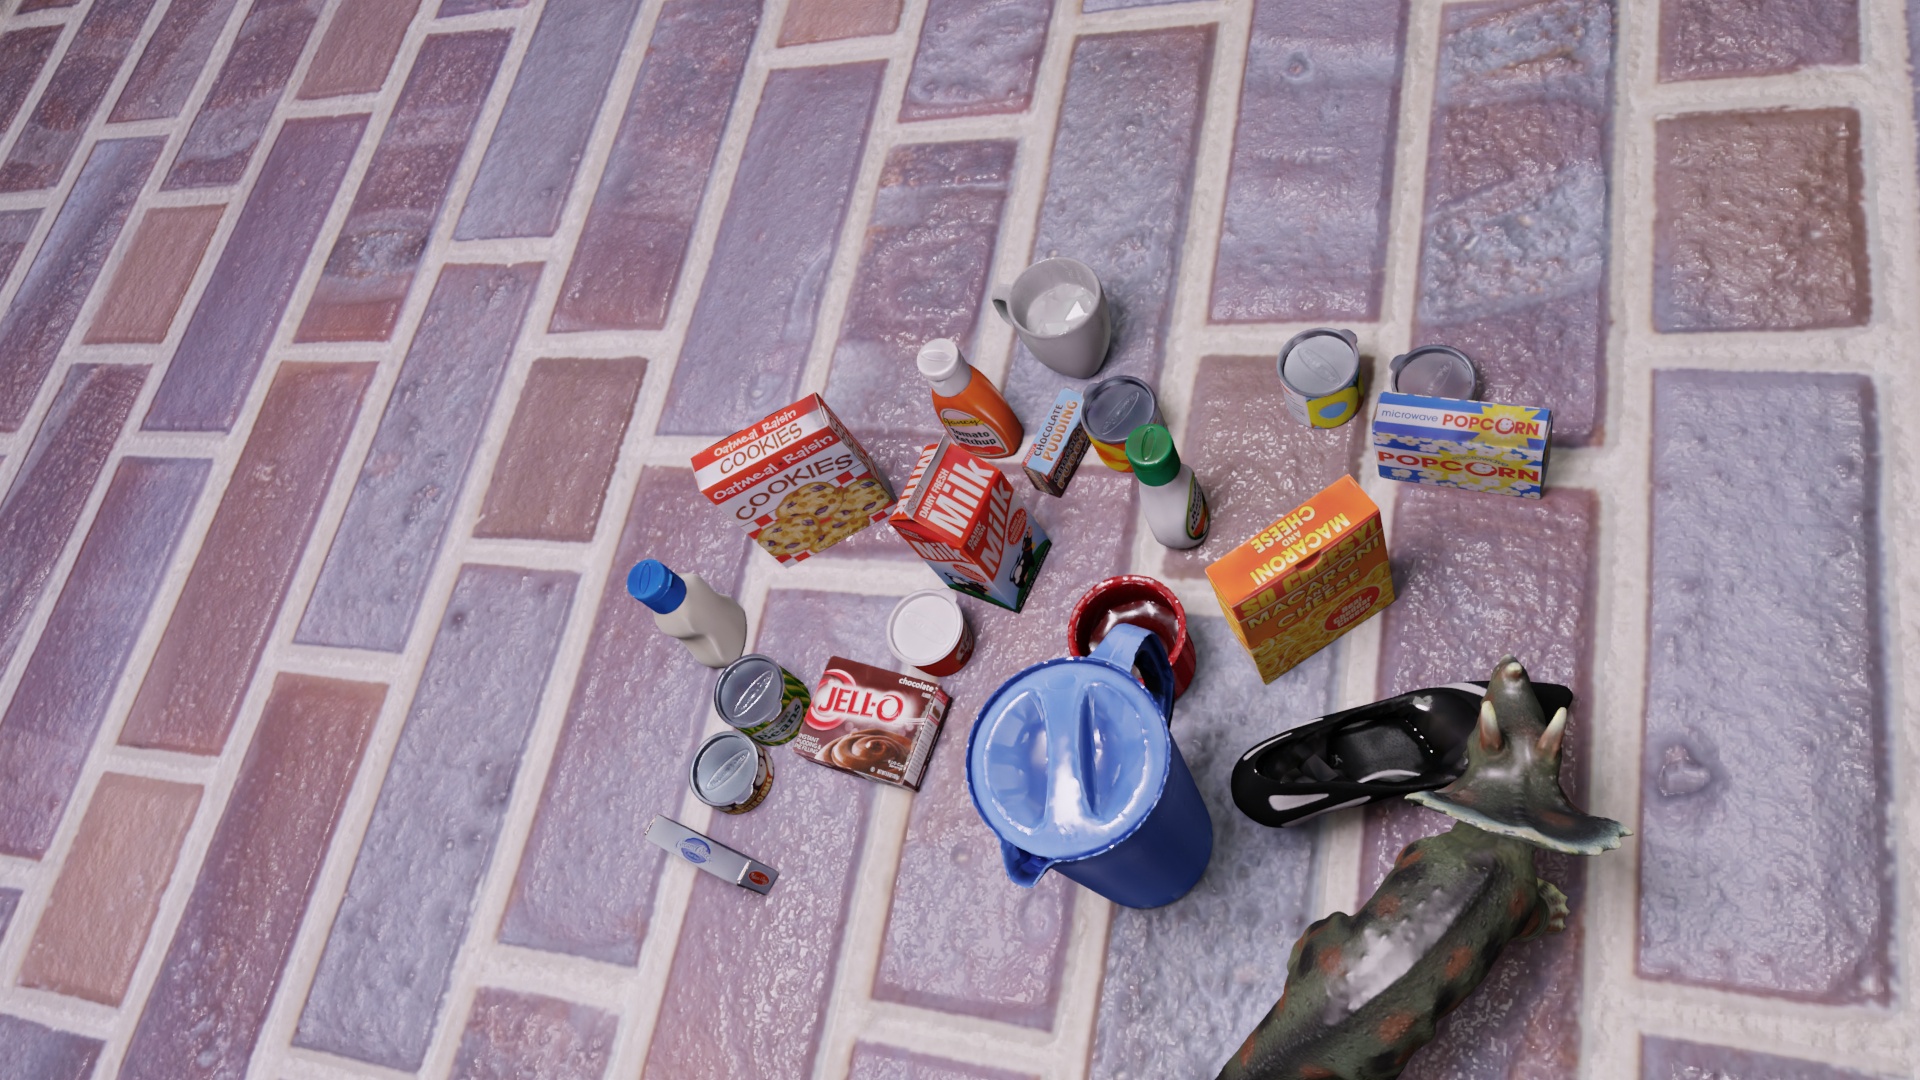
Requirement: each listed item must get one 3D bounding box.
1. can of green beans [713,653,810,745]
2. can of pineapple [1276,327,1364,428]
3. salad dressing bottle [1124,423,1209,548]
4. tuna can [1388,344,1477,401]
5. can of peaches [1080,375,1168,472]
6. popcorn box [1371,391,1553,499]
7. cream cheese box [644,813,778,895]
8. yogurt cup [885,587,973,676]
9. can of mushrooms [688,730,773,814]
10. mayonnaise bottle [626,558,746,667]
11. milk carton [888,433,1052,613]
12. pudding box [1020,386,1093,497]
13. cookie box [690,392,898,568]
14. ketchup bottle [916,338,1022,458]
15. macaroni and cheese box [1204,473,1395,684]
[{"bbox_3d":[-0.170,0.138,1.199,0.071,0.057,0.071,-8,63,17],"label":"can of green beans"},{"bbox_3d":[0.302,-0.135,1.154,0.071,0.057,0.071,-8,63,17],"label":"can of pineapple"},{"bbox_3d":[0.165,-0.043,1.108,0.044,0.147,0.064,4,67,22],"label":"salad dressing bottle"},{"bbox_3d":[0.384,-0.124,1.132,0.071,0.032,0.071,-8,63,17],"label":"tuna can"},{"bbox_3d":[0.141,-0.101,1.198,0.071,0.058,0.071,-8,63,17],"label":"can of peaches"},{"bbox_3d":[0.388,-0.074,1.076,0.127,0.085,0.038,10,70,24],"label":"popcorn box"},{"bbox_3d":[-0.207,0.262,1.155,0.104,0.053,0.024,18,73,27],"label":"cream cheese box"},{"bbox_3d":[-0.023,0.081,1.173,0.072,0.053,0.072,-8,63,17],"label":"yogurt cup"},{"bbox_3d":[-0.195,0.201,1.192,0.071,0.033,0.071,-8,63,17],"label":"can of mushrooms"},{"bbox_3d":[-0.237,0.060,1.209,0.041,0.147,0.065,-6,64,18],"label":"mayonnaise bottle"},{"bbox_3d":[0.004,-0.014,1.129,0.073,0.190,0.072,19,74,27],"label":"milk carton"},{"bbox_3d":[0.089,-0.086,1.215,0.030,0.049,0.084,23,75,28],"label":"pudding box"},{"bbox_3d":[-0.141,-0.050,1.215,0.123,0.167,0.040,-27,59,7],"label":"cookie box"},{"bbox_3d":[0.004,-0.123,1.207,0.065,0.148,0.044,8,69,24],"label":"ketchup bottle"},{"bbox_3d":[0.255,0.034,1.026,0.124,0.166,0.040,-34,59,3],"label":"macaroni and cheese box"}]
